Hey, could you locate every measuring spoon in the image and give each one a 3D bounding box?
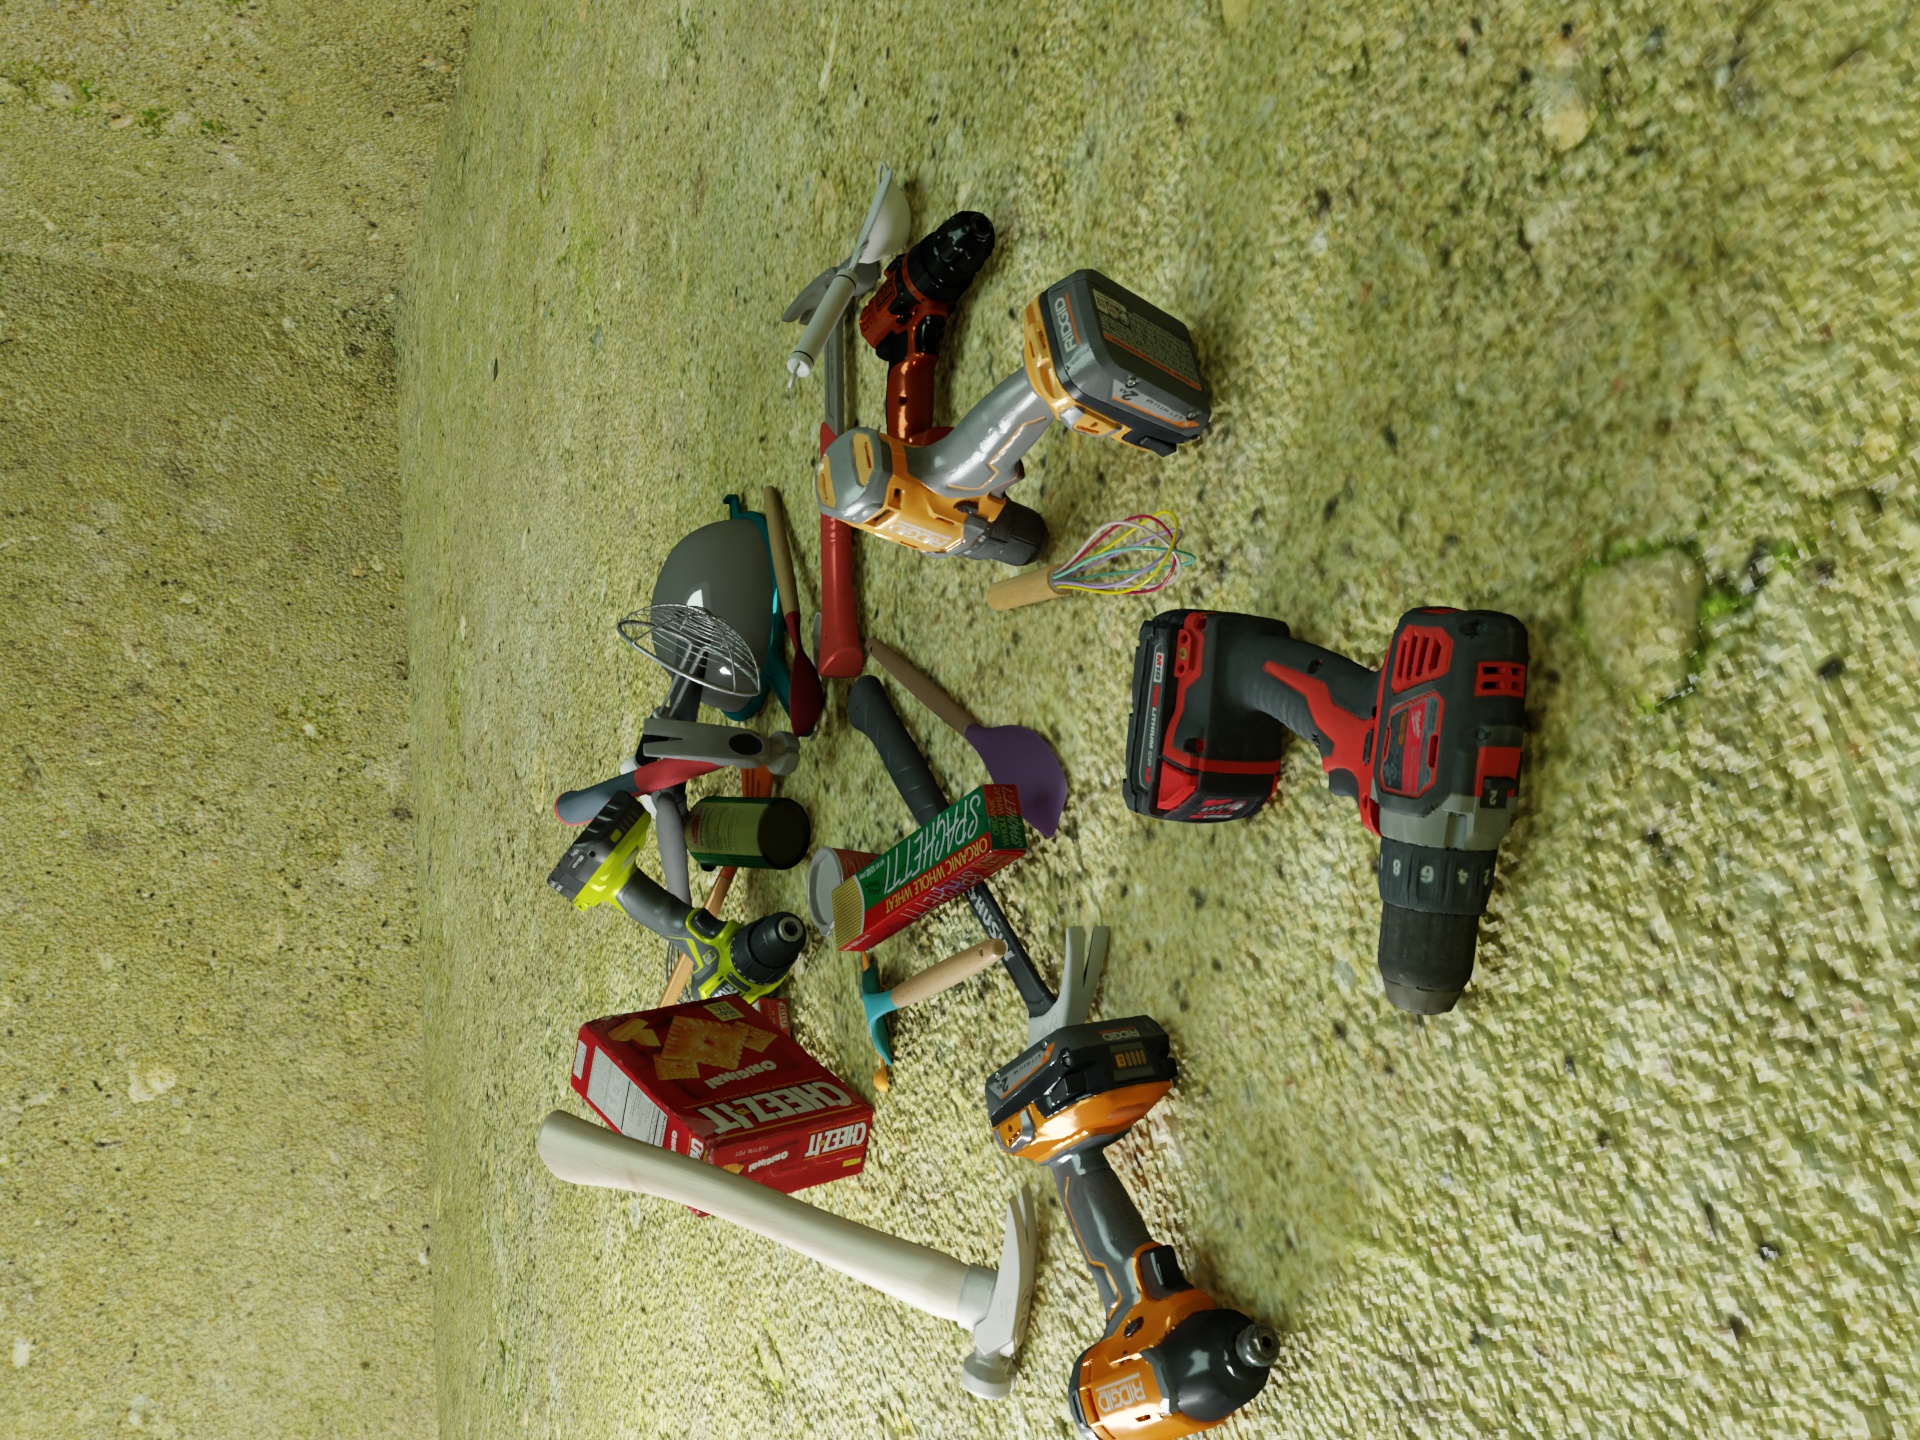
[{"bbox_3d":[-0.125,-0.038,1.425,0.034,0.018,0.124,-126,40,-59],"label":"measuring spoon"},{"bbox_3d":[-0.073,0.245,1.299,0.021,0.011,0.117,113,148,-65],"label":"measuring spoon"}]

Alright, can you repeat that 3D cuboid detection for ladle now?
[{"bbox_3d":[-0.156,-0.111,1.445,0.069,0.031,0.316,85,173,-48],"label":"ladle"}]

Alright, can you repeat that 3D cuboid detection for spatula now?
[{"bbox_3d":[-0.025,0.192,1.149,0.317,0.044,0.082,140,124,-61],"label":"spatula"},{"bbox_3d":[-0.247,0.171,1.558,0.081,0.041,0.322,40,108,52],"label":"spatula"},{"bbox_3d":[-0.002,-0.004,1.189,0.316,0.018,0.059,40,121,54],"label":"spatula"}]

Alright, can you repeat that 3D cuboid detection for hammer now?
[{"bbox_3d":[-0.267,0.008,1.537,0.146,0.035,0.334,48,146,19],"label":"hammer"},{"bbox_3d":[-0.137,0.349,1.155,0.411,0.038,0.146,12,101,25],"label":"hammer"},{"bbox_3d":[-0.308,0.054,1.489,0.386,0.143,0.038,-17,70,52],"label":"hammer"},{"bbox_3d":[-0.005,0.092,1.171,0.409,0.036,0.149,58,135,47],"label":"hammer"},{"bbox_3d":[-0.114,-0.215,1.392,0.149,0.036,0.359,-16,74,60],"label":"hammer"}]

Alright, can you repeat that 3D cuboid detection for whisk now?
[{"bbox_3d":[-0.280,0.185,1.604,0.055,0.055,0.239,22,121,60],"label":"whisk"},{"bbox_3d":[0.077,-0.097,1.032,0.245,0.051,0.047,173,92,-66],"label":"whisk"}]

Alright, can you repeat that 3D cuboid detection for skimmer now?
[{"bbox_3d":[-0.262,-0.005,1.401,0.363,0.127,0.090,-49,19,60],"label":"skimmer"}]

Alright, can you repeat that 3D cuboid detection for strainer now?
[{"bbox_3d":[-0.087,-0.354,1.269,0.087,0.050,0.259,-48,17,57],"label":"strainer"},{"bbox_3d":[-0.229,-0.075,1.522,0.341,0.095,0.211,52,132,53],"label":"strainer"}]

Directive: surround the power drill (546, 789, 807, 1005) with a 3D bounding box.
[{"bbox_3d":[-0.252,0.171,1.456,0.080,0.228,0.190,-55,7,-37],"label":"power drill"}]

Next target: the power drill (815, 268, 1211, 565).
[{"bbox_3d":[0.046,-0.169,0.998,0.226,0.185,0.084,-29,61,36],"label":"power drill"}]

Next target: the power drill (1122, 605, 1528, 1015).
[{"bbox_3d":[0.181,0.032,0.800,0.227,0.080,0.188,13,99,58],"label":"power drill"}]

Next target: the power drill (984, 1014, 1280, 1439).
[{"bbox_3d":[0.102,0.292,0.918,0.164,0.084,0.227,-47,52,48],"label":"power drill"}]
